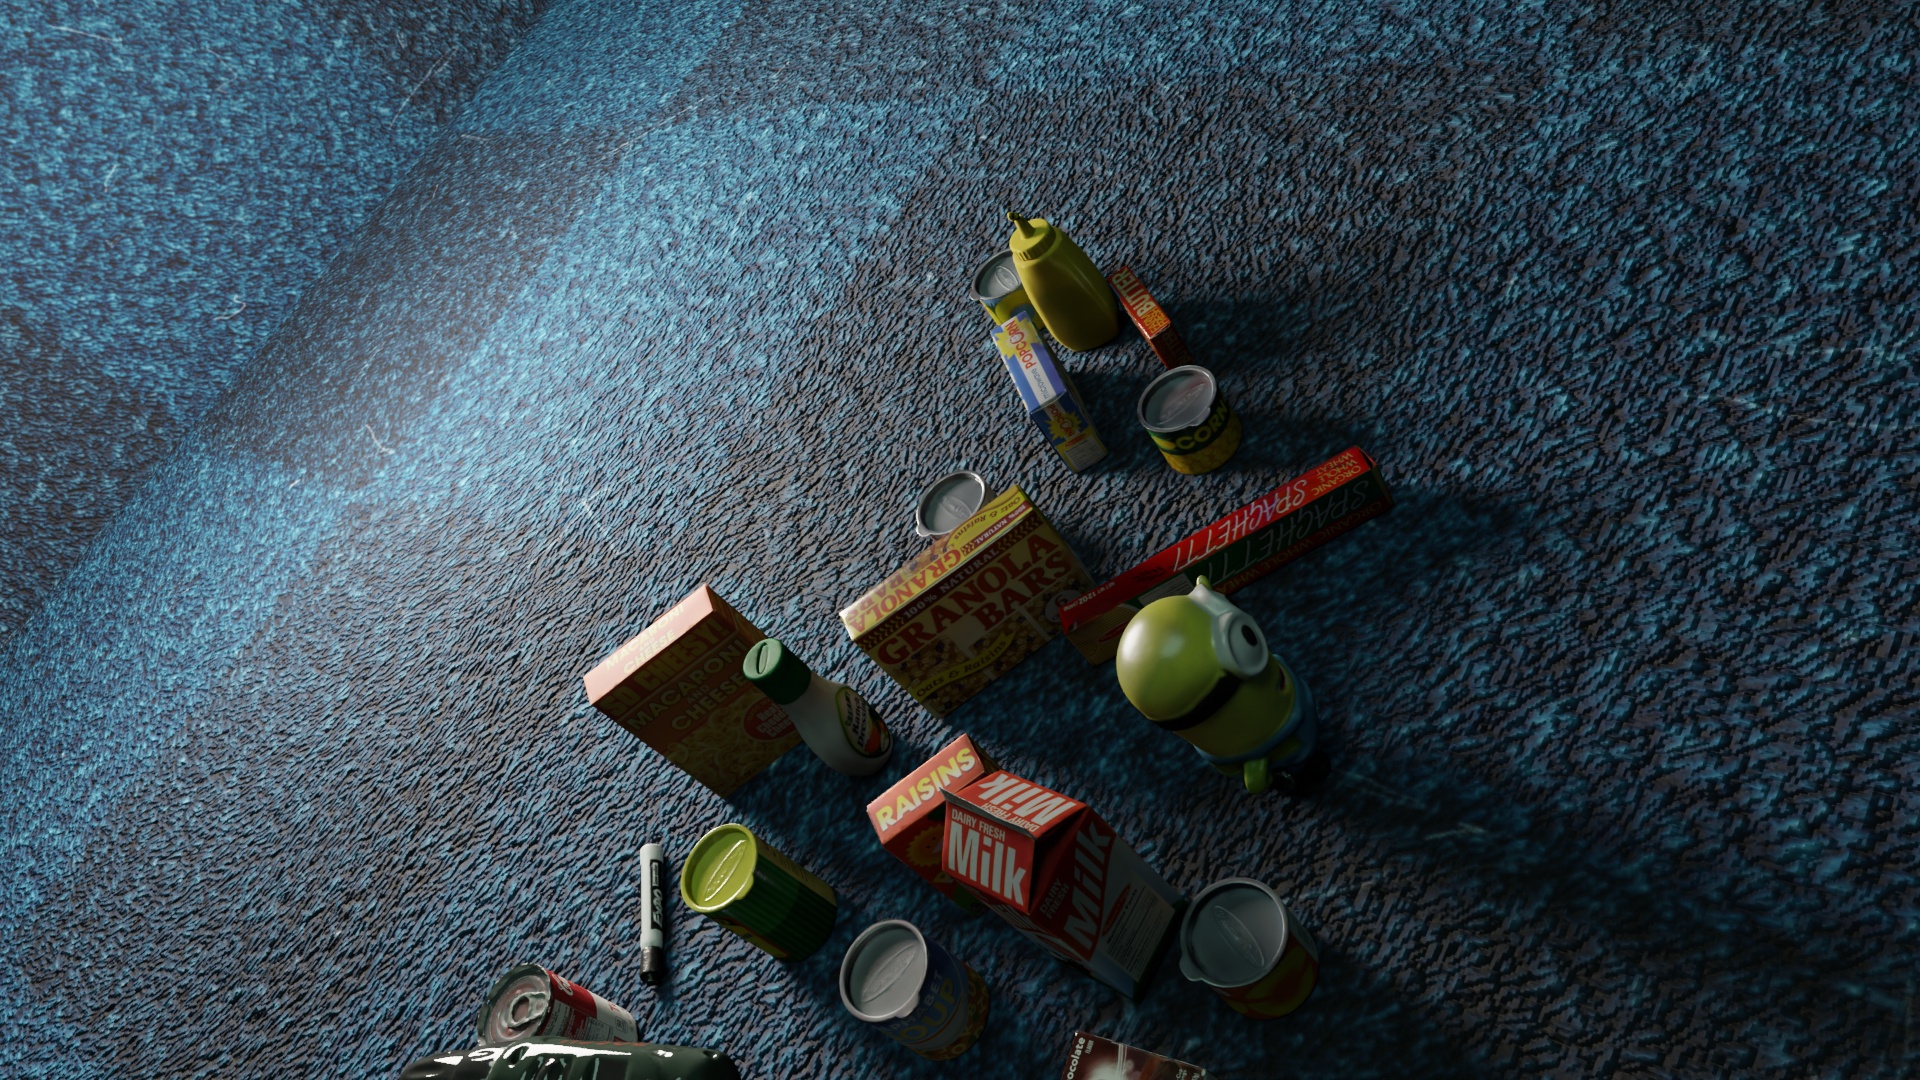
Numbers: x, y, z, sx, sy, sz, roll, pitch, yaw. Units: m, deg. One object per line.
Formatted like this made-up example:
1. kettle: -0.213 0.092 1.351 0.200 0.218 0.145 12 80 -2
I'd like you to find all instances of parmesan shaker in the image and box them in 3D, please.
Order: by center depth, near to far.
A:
1. parmesan shaker: -0.142 0.258 1.004 0.071 0.102 0.072 -20 46 22

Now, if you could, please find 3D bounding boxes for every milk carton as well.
1. milk carton: 0.058 0.202 0.838 0.072 0.190 0.073 15 66 43

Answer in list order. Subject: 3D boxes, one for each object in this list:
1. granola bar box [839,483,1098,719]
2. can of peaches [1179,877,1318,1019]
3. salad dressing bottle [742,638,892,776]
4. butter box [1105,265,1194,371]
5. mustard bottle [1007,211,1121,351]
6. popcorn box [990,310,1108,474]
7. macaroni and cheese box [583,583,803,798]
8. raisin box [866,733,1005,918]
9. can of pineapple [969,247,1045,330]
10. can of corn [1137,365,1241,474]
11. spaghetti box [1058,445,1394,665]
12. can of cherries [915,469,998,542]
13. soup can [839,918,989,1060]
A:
1. granola bar box: 0.012 0.050 1.050 0.165 0.124 0.039 -36 42 5
2. can of peaches: 0.169 0.243 0.820 0.071 0.058 0.071 -20 46 22
3. salad dressing bottle: -0.108 0.127 1.056 0.044 0.147 0.064 -20 46 23
4. butter box: 0.163 -0.190 1.195 0.024 0.053 0.104 -34 42 9
5. mustard bottle: 0.084 -0.233 1.209 0.065 0.159 0.049 -18 47 24
6. popcorn box: 0.075 -0.127 1.182 0.038 0.085 0.127 -32 42 11
7. macaroni and cheese box: -0.198 0.123 1.111 0.123 0.166 0.040 -37 42 5
8. raisin box: 0.007 0.193 0.933 0.086 0.123 0.040 -37 42 6
9. can of pineapple: 0.052 -0.233 1.310 0.071 0.057 0.071 -20 46 22
10. can of corn: 0.183 -0.093 1.094 0.071 0.058 0.071 -20 46 22
11. spaghetti box: 0.190 0.013 1.005 0.250 0.050 0.029 -30 43 12
12. can of cherries: 0.004 -0.015 1.160 0.071 0.058 0.072 -20 46 22
13. soup can: -0.027 0.295 0.902 0.071 0.083 0.072 -20 46 22
